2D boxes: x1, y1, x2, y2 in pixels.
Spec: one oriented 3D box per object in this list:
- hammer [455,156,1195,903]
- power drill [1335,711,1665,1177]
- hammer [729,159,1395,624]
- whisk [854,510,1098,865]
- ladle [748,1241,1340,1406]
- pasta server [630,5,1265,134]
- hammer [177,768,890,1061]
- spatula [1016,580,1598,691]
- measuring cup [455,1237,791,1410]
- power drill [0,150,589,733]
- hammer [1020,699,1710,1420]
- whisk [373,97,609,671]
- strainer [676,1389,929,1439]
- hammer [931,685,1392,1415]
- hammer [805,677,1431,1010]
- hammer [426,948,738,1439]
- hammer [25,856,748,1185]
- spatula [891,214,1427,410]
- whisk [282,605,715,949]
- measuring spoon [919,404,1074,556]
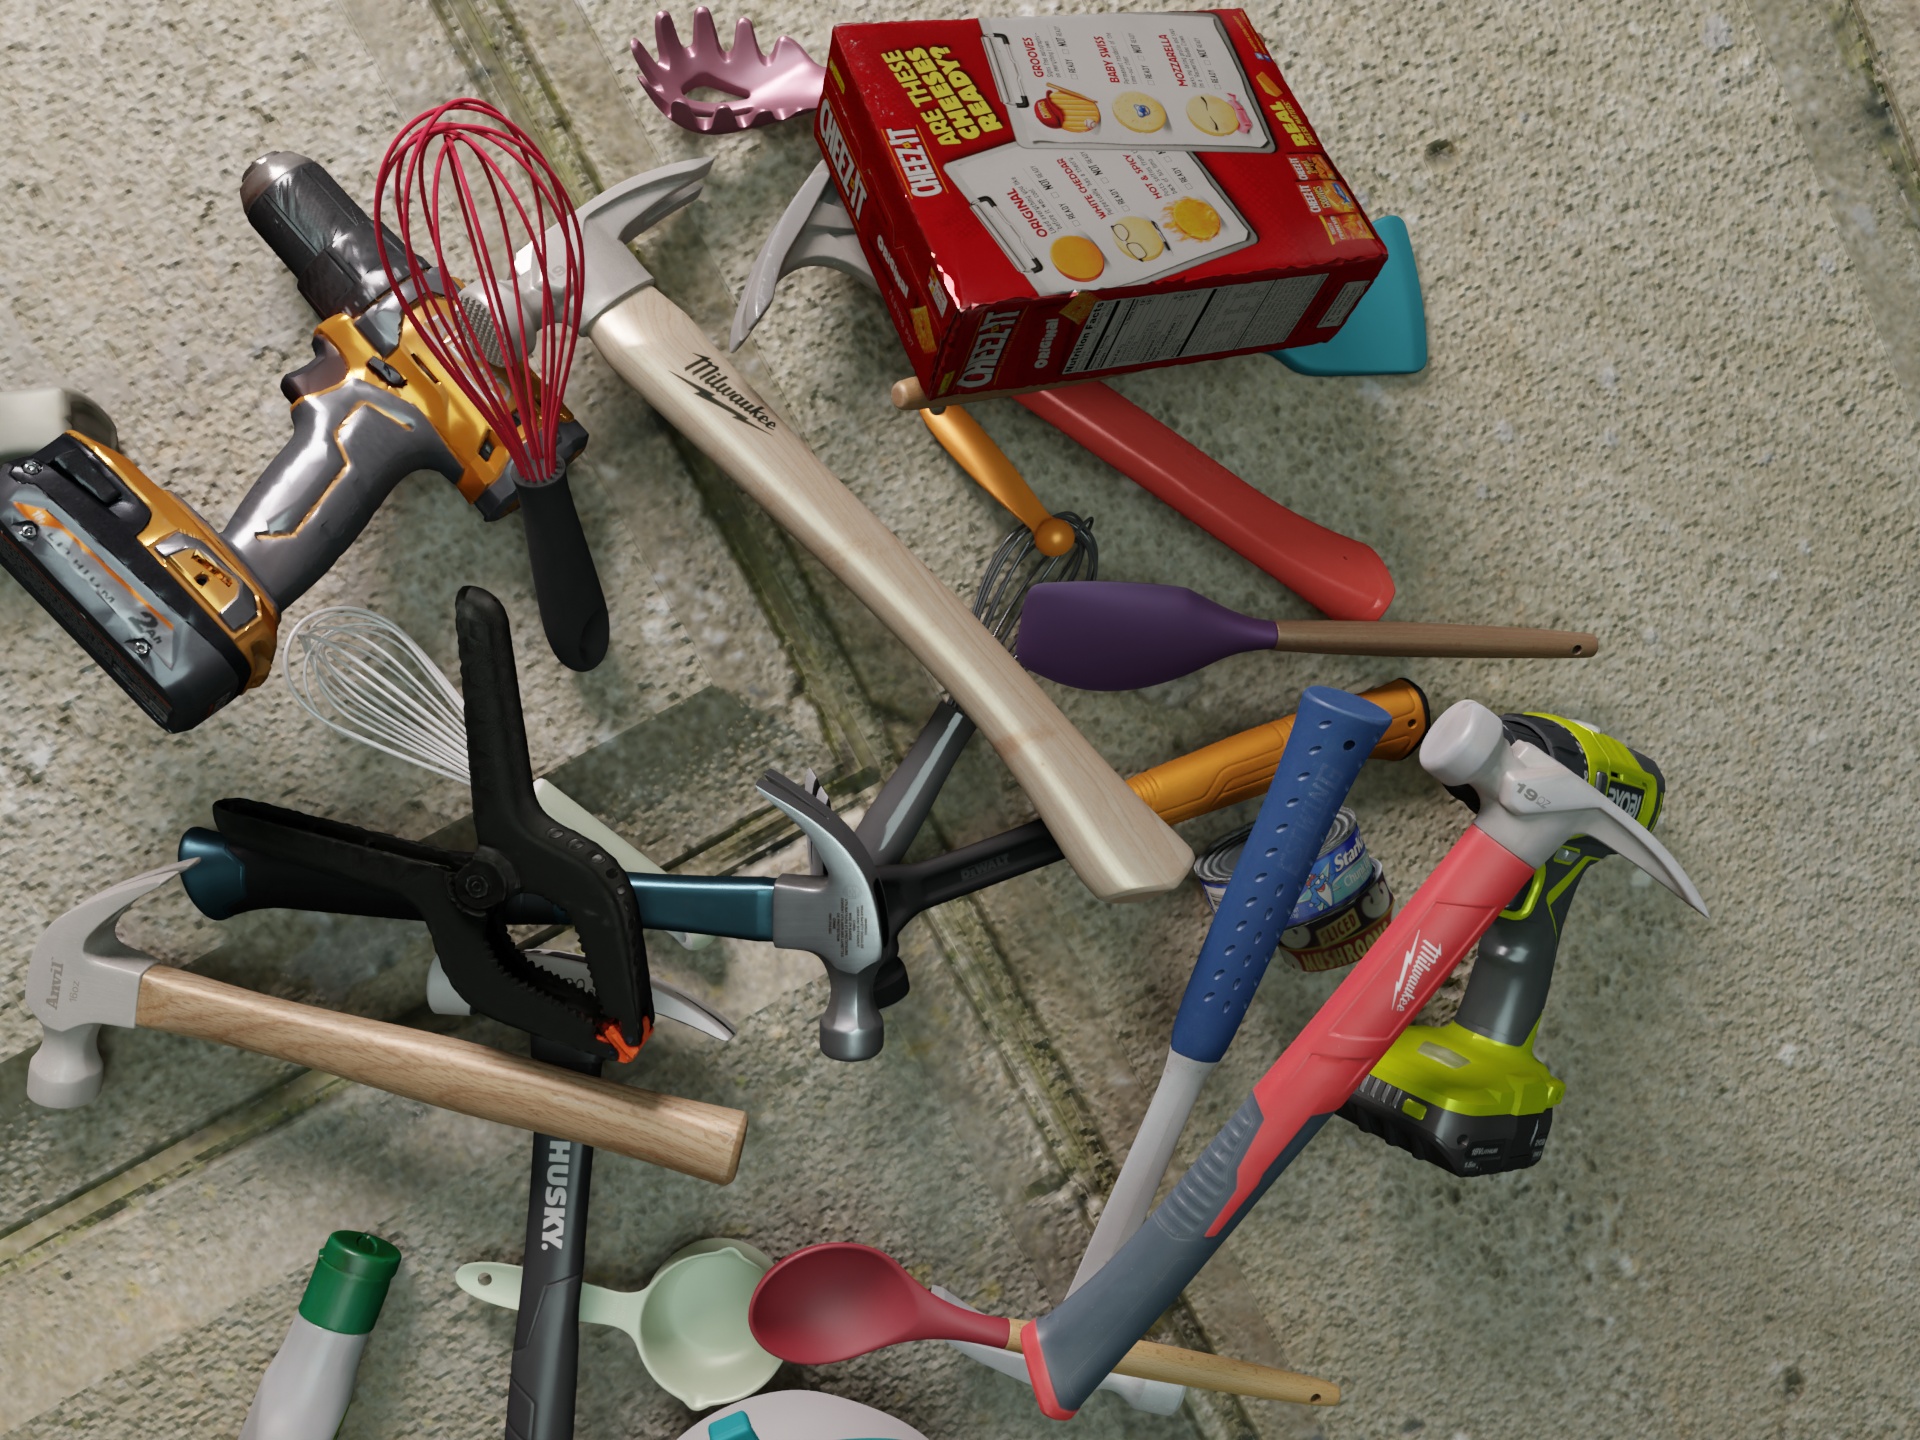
[{"bbox_3d":[-0.036,-0.079,0.738,0.410,0.038,0.146,46,60,-4],"label":"hammer"},{"bbox_3d":[0.269,0.106,0.803,0.190,0.080,0.228,12,97,-48],"label":"power drill"},{"bbox_3d":[0.065,-0.142,0.779,0.359,0.036,0.149,32,57,-15],"label":"hammer"},{"bbox_3d":[-0.001,-0.002,0.797,0.055,0.055,0.239,31,92,-11],"label":"whisk"},{"bbox_3d":[0.048,0.312,0.798,0.315,0.031,0.069,15,104,-12],"label":"ladle"},{"bbox_3d":[0.001,-0.320,0.774,0.316,0.040,0.060,-9,70,-11],"label":"pasta server"},{"bbox_3d":[-0.197,0.081,0.732,0.331,0.033,0.128,3,101,5],"label":"hammer"},{"bbox_3d":[0.181,-0.040,0.804,0.316,0.018,0.059,0,118,-14],"label":"spatula"},{"bbox_3d":[-0.167,0.290,0.799,0.167,0.038,0.083,12,90,-2],"label":"measuring cup"},{"bbox_3d":[-0.300,-0.128,0.687,0.185,0.084,0.226,50,60,-11],"label":"power drill"},{"bbox_3d":[0.167,0.183,0.734,0.143,0.038,0.386,35,101,-6],"label":"hammer"},{"bbox_3d":[-0.179,-0.120,0.665,0.073,0.295,0.073,1,51,-1],"label":"whisk"},{"bbox_3d":[-0.039,0.426,0.812,0.340,0.095,0.211,25,103,-31],"label":"strainer"},{"bbox_3d":[0.106,0.171,0.780,0.144,0.035,0.405,16,109,-9],"label":"hammer"},{"bbox_3d":[0.087,0.037,0.804,0.337,0.034,0.127,-18,117,-13],"label":"hammer"},{"bbox_3d":[-0.191,0.280,0.761,0.146,0.035,0.335,4,87,0],"label":"hammer"},{"bbox_3d":[-0.259,0.152,0.725,0.331,0.031,0.130,15,107,0],"label":"hammer"},{"bbox_3d":[0.104,-0.184,0.770,0.317,0.044,0.082,-19,102,-33],"label":"spatula"},{"bbox_3d":[-0.214,0.033,0.762,0.246,0.058,0.059,40,59,-15],"label":"whisk"},{"bbox_3d":[0.015,-0.125,0.779,0.021,0.011,0.117,-38,71,-6],"label":"measuring spoon"}]
